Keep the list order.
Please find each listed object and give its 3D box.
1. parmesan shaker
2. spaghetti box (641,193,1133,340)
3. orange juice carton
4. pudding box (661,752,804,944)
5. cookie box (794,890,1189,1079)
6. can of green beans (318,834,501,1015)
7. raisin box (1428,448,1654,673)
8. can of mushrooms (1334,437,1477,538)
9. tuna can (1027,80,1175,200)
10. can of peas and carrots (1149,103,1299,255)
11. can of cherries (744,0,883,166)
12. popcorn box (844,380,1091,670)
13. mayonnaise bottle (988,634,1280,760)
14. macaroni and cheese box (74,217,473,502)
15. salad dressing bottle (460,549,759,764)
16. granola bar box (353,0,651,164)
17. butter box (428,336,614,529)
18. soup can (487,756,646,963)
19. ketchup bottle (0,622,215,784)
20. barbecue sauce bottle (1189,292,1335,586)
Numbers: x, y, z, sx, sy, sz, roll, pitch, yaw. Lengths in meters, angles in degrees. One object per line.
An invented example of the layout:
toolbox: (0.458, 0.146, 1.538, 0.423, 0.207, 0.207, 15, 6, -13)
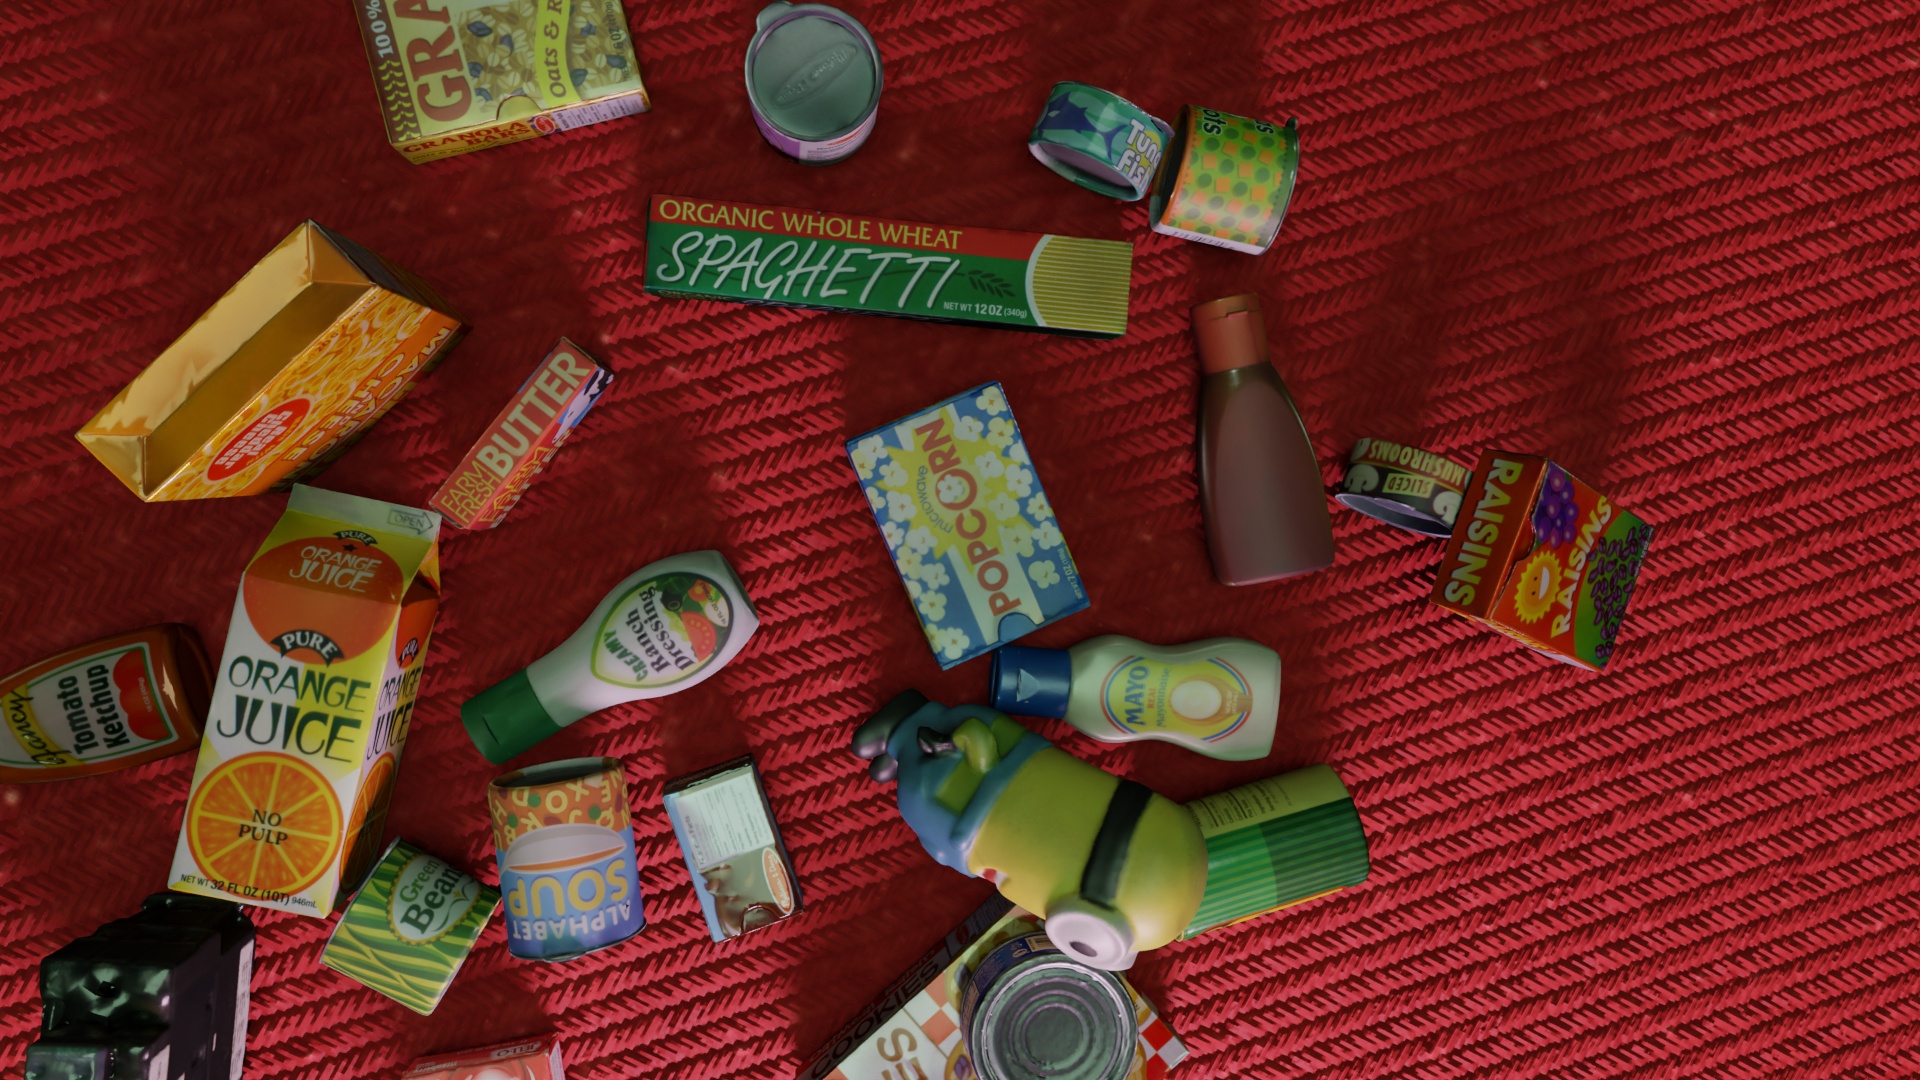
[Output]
parmesan shaker: (0.152, 0.162, 0.721, 0.103, 0.071, 0.071, -15, 94, -6)
spaghetti box: (-0.036, -0.139, 0.712, 0.250, 0.028, 0.050, 4, 91, -7)
orange juice carton: (-0.306, 0.073, 0.665, 0.072, 0.073, 0.192, 14, 90, -6)
pudding box: (-0.116, 0.157, 0.711, 0.050, 0.030, 0.083, -19, 94, -7)
cookie box: (0.015, 0.272, 0.724, 0.167, 0.040, 0.123, -41, 96, -4)
can of green beans: (-0.266, 0.188, 0.676, 0.058, 0.071, 0.071, 31, 88, -7)
raisin box: (0.304, 0.012, 0.721, 0.123, 0.040, 0.086, 21, 90, -38)
can of mushrooms: (0.233, -0.028, 0.725, 0.071, 0.071, 0.033, 21, 88, -7)
tuna can: (0.072, -0.201, 0.702, 0.071, 0.071, 0.033, 25, 91, -7)
can of peas and carrots: (0.134, -0.187, 0.711, 0.059, 0.071, 0.071, 11, 91, -6)
can of cherries: (-0.074, -0.227, 0.690, 0.071, 0.058, 0.071, 0, 93, -6)
popcorn box: (0.003, -0.009, 0.716, 0.085, 0.038, 0.126, -23, 94, -6)
mayonnaise bottle: (0.090, 0.078, 0.726, 0.148, 0.041, 0.064, 5, 93, -7)
macaroni and cheese box: (-0.291, -0.073, 0.615, 0.124, 0.166, 0.040, -44, 96, -3)
salad dressing bottle: (-0.175, 0.060, 0.694, 0.148, 0.044, 0.064, -30, 96, -5)
granola bar box: (-0.234, -0.282, 0.680, 0.124, 0.039, 0.165, -15, 93, -6)
butter box: (-0.213, -0.051, 0.682, 0.024, 0.053, 0.103, 38, 87, -5)
soup can: (-0.193, 0.155, 0.681, 0.071, 0.071, 0.083, -8, 93, -6)
ketchup bottle: (-0.440, 0.088, 0.665, 0.149, 0.043, 0.064, -15, 94, -5)
barbecue sauce bottle: (0.152, -0.054, 0.729, 0.065, 0.043, 0.148, -12, 92, -6)
